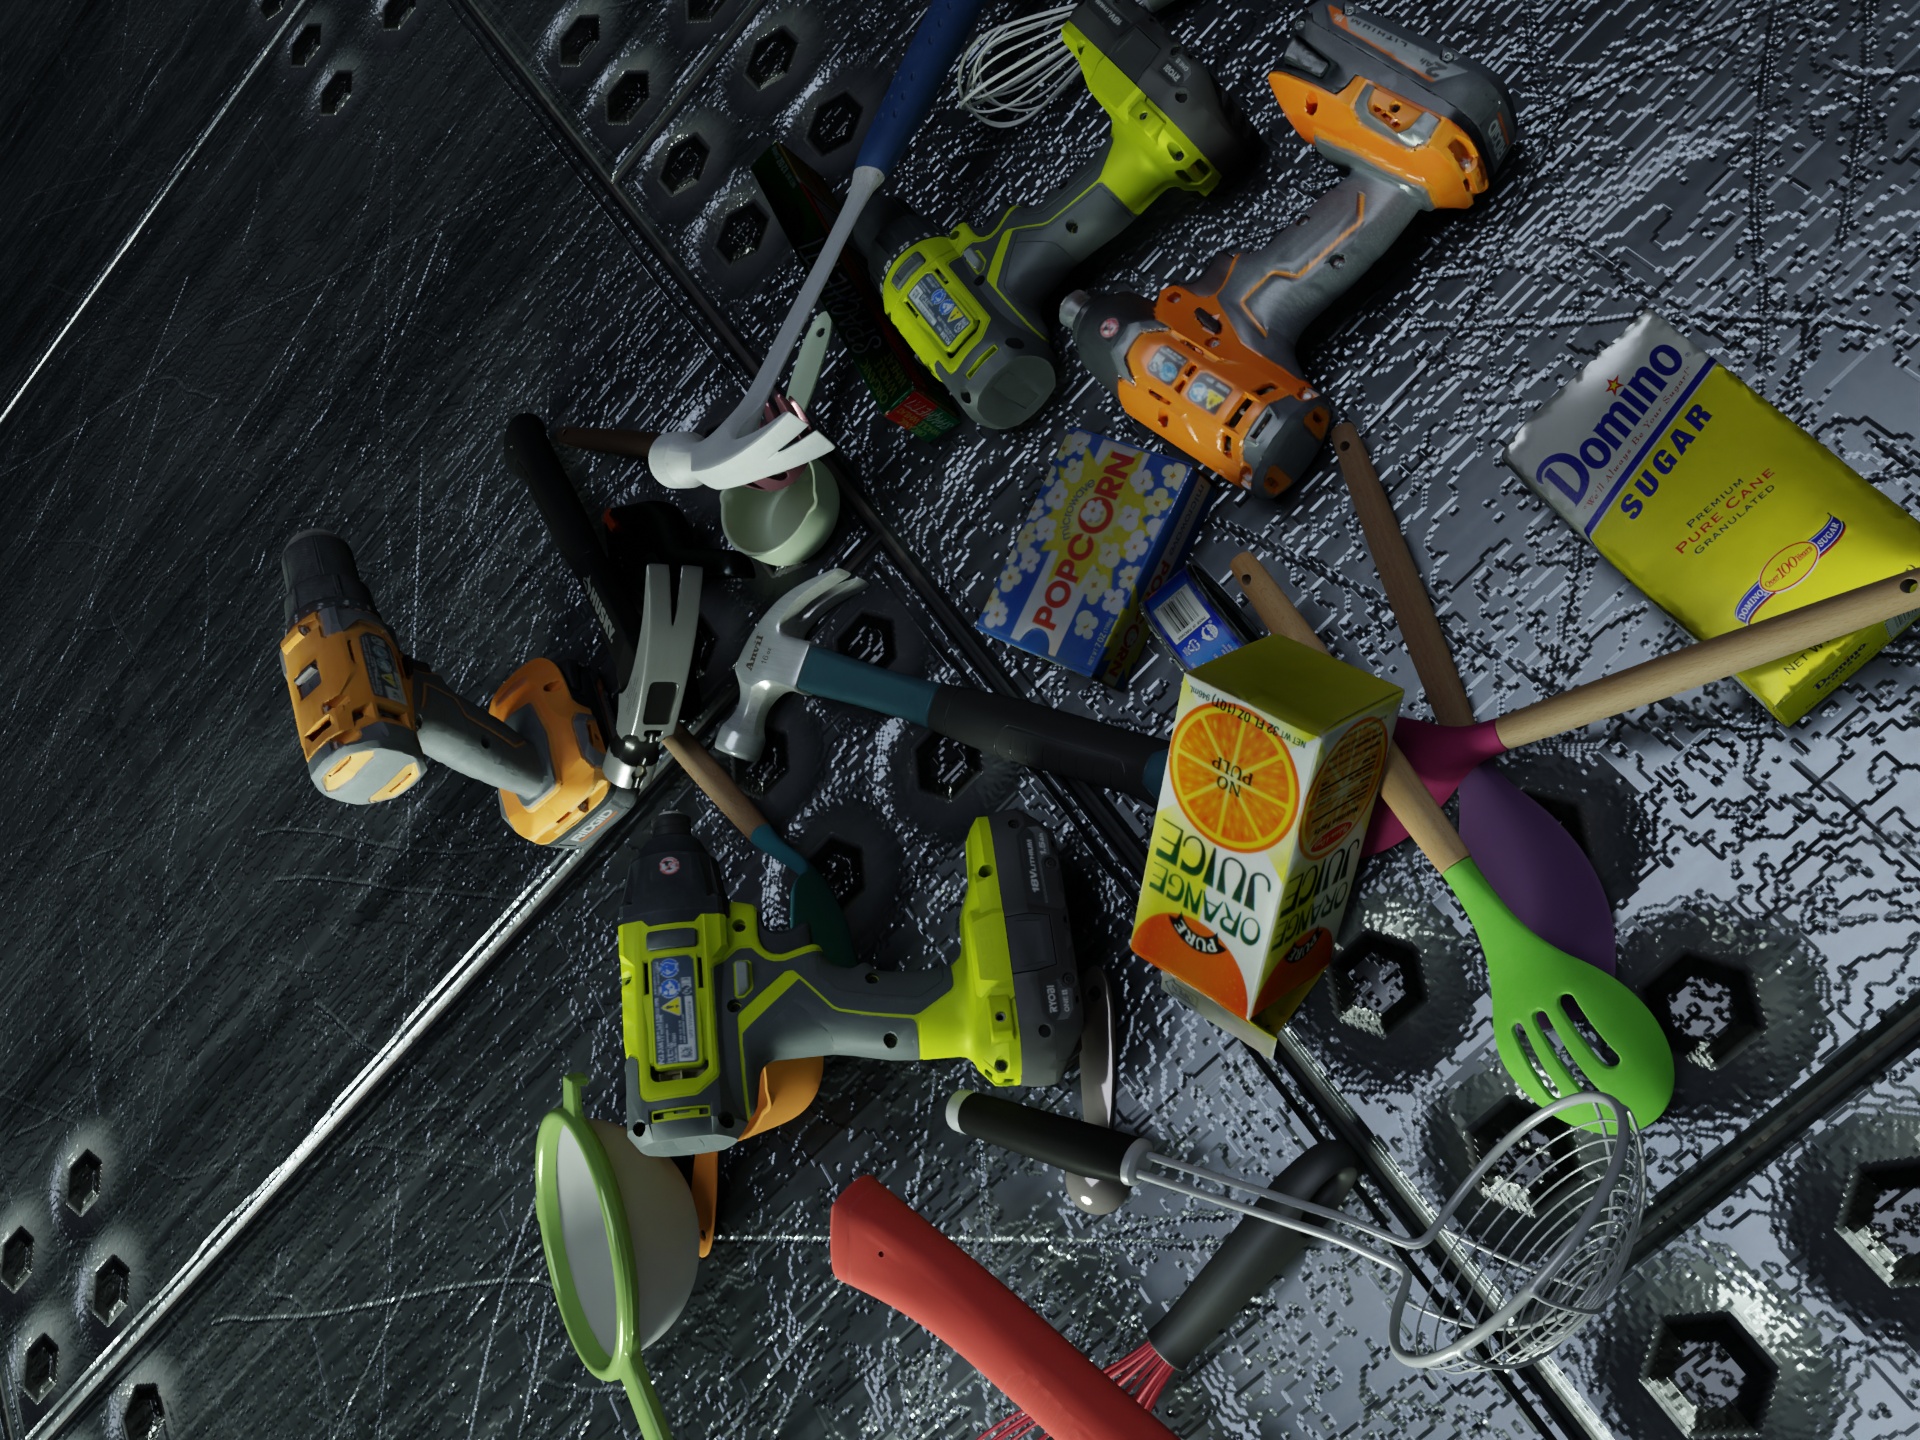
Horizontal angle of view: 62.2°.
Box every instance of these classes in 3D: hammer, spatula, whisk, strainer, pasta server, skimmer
[{"bbox_3d":[-0.054,-0.315,0.944,0.144,0.035,0.405,9,70,50],"label":"hammer"},{"bbox_3d":[-0.142,0.062,0.964,0.044,0.082,0.318,-47,50,-1],"label":"spatula"},{"bbox_3d":[-0.249,-0.115,1.060,0.335,0.035,0.146,55,133,42],"label":"hammer"},{"bbox_3d":[0.082,0.306,0.738,0.296,0.073,0.073,-49,55,5],"label":"whisk"},{"bbox_3d":[-0.001,-0.003,0.901,0.331,0.033,0.128,17,86,36],"label":"hammer"},{"bbox_3d":[-0.163,0.323,0.870,0.257,0.069,0.151,57,141,34],"label":"strainer"},{"bbox_3d":[-0.192,-0.183,1.045,0.316,0.040,0.060,15,75,47],"label":"pasta server"},{"bbox_3d":[0.234,-0.010,0.756,0.060,0.018,0.316,-29,63,29],"label":"spatula"},{"bbox_3d":[0.115,0.187,0.693,0.363,0.090,0.127,3,40,45],"label":"skimmer"},{"bbox_3d":[0.088,0.315,0.685,0.359,0.036,0.149,36,88,22],"label":"hammer"},{"bbox_3d":[0.104,-0.433,0.957,0.246,0.059,0.057,-24,101,22],"label":"whisk"}]

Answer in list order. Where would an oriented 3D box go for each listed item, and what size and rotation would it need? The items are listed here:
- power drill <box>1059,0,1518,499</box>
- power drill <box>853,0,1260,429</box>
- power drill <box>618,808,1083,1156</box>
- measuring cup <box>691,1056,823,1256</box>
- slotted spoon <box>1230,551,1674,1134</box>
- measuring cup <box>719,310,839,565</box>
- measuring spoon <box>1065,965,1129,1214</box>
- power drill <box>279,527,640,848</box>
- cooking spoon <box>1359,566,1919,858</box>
[{"bbox_3d":[0.161,-0.249,0.830,0.164,0.084,0.226,39,101,25],"label":"power drill"},{"bbox_3d":[0.043,-0.309,0.939,0.228,0.080,0.191,-44,56,18],"label":"power drill"},{"bbox_3d":[-0.059,0.118,0.804,0.223,0.080,0.171,-6,66,-4],"label":"power drill"},{"bbox_3d":[-0.124,0.226,0.909,0.095,0.052,0.173,25,115,39],"label":"measuring cup"},{"bbox_3d":[0.208,0.046,0.721,0.070,0.031,0.314,-48,61,36],"label":"slotted spoon"},{"bbox_3d":[-0.100,-0.178,1.017,0.083,0.038,0.168,9,79,35],"label":"measuring cup"},{"bbox_3d":[0.066,0.186,0.807,0.034,0.018,0.124,-10,71,31],"label":"measuring spoon"},{"bbox_3d":[-0.321,-0.019,0.996,0.084,0.226,0.186,-38,59,19],"label":"power drill"},{"bbox_3d":[0.263,-0.003,0.701,0.319,0.017,0.069,-25,66,39],"label":"cooking spoon"}]
